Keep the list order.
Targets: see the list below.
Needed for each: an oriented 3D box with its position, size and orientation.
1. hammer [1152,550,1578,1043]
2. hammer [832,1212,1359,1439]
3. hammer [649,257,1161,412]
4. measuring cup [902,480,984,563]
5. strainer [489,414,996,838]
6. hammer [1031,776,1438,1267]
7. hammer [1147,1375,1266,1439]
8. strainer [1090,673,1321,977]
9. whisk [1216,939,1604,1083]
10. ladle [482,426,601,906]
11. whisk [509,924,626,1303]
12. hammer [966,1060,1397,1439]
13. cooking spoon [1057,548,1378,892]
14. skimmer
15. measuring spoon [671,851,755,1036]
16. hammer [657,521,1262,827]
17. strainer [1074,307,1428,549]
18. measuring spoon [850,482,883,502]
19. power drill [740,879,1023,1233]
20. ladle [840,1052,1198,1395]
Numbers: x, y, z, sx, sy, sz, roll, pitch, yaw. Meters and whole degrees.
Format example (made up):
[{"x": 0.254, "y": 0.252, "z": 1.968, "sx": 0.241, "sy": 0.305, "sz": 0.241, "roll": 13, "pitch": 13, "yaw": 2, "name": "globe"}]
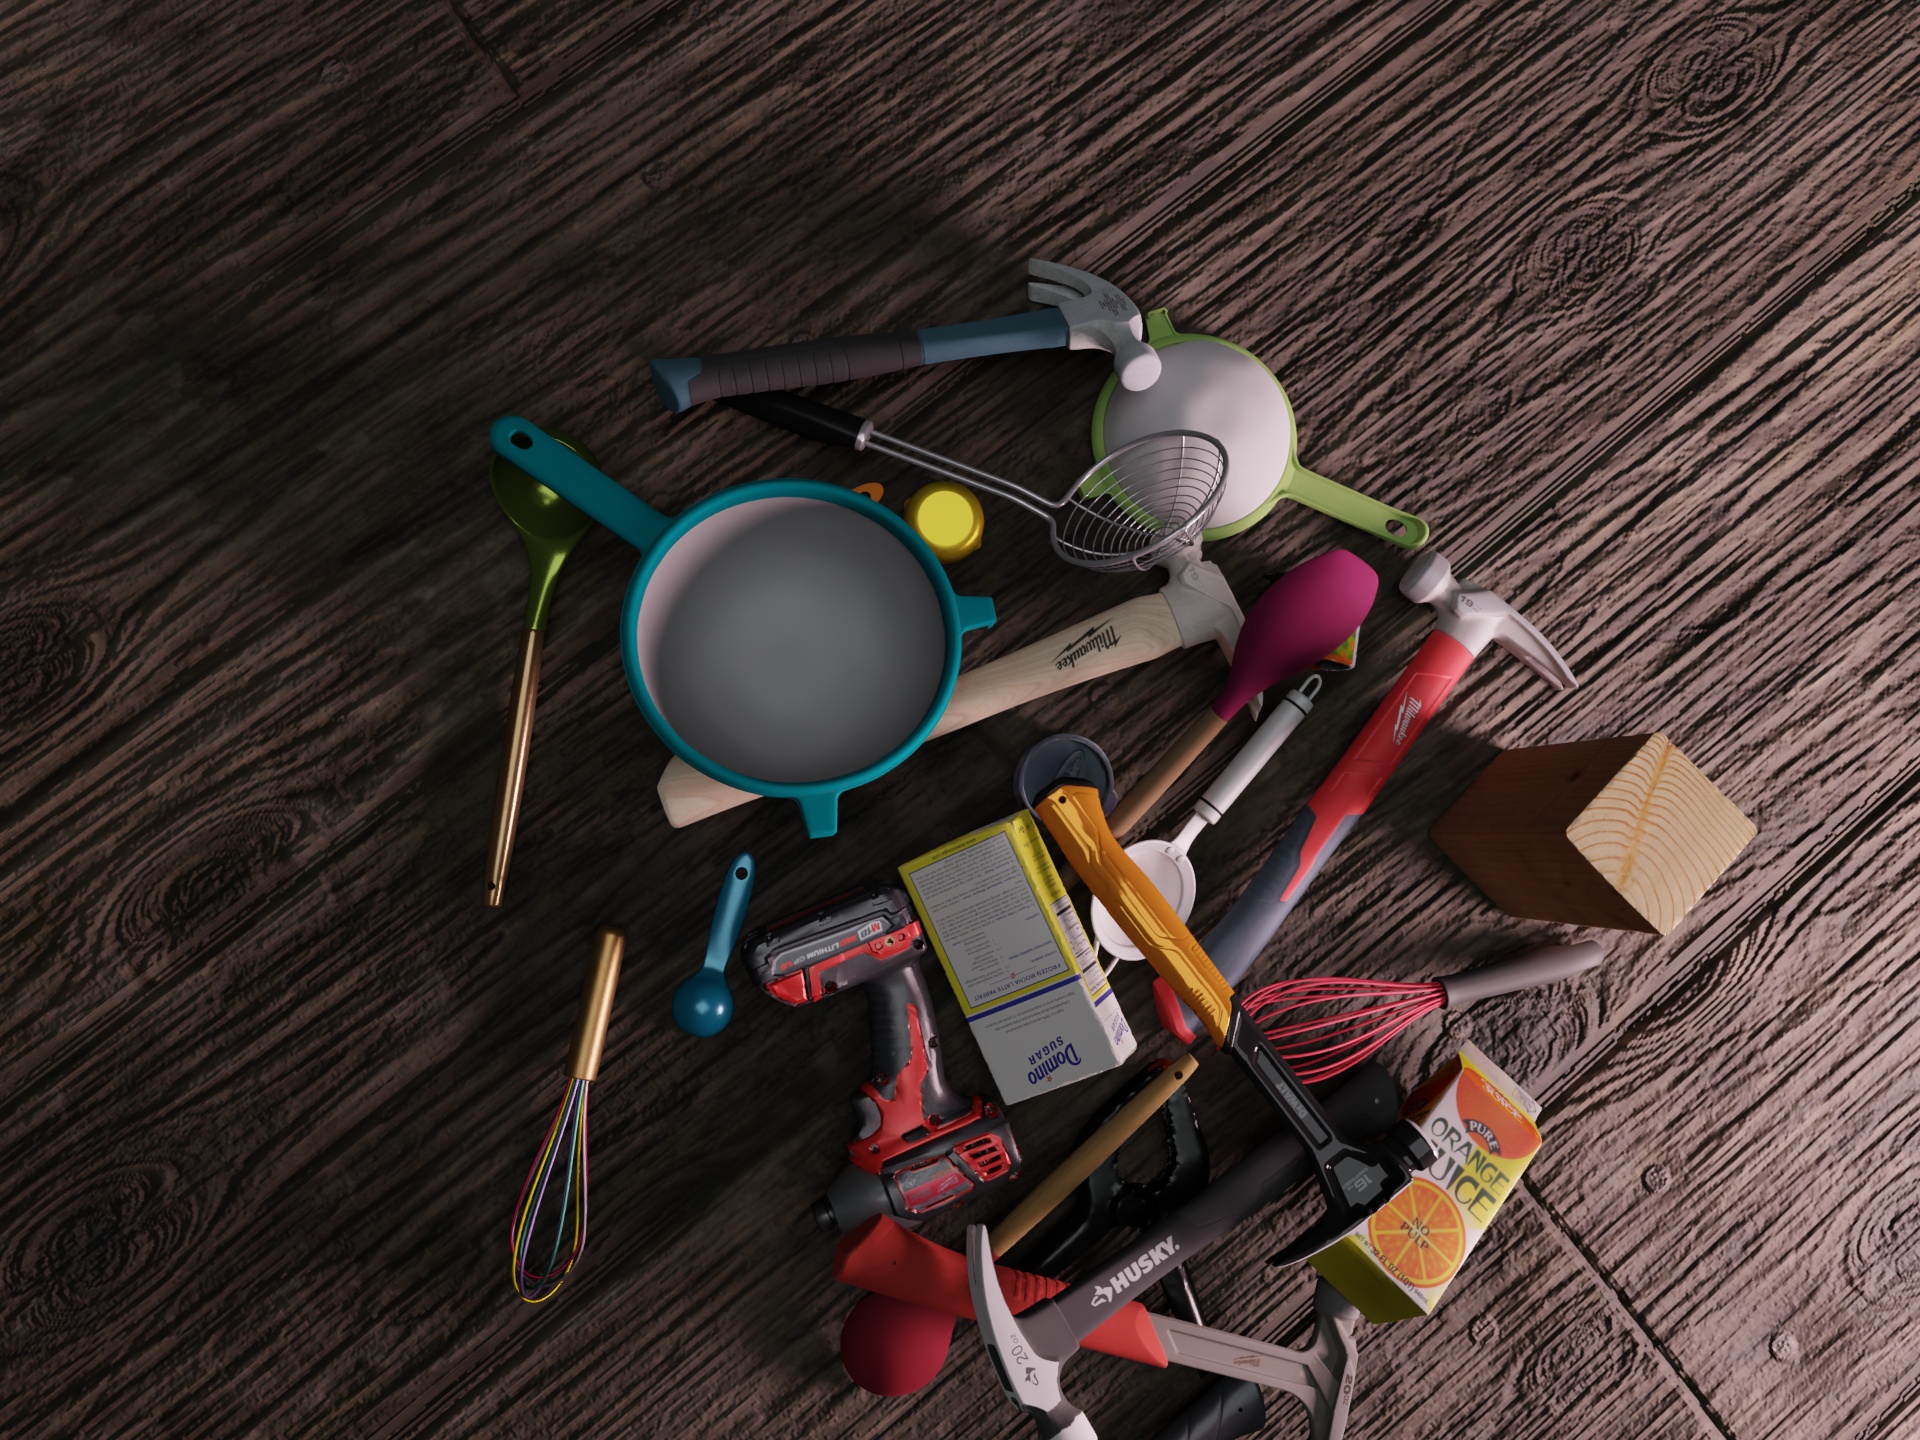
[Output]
[{"x": 0.274, "y": 0.073, "z": 1.118, "sx": 0.143, "sy": 0.038, "sz": 0.386, "roll": 38, "pitch": 83, "yaw": -4, "name": "hammer"}, {"x": 0.088, "y": 0.399, "z": 1.029, "sx": 0.359, "sy": 0.037, "sz": 0.149, "roll": 18, "pitch": 79, "yaw": -12, "name": "hammer"}, {"x": -0.041, "y": -0.249, "z": 1.070, "sx": 0.331, "sy": 0.033, "sz": 0.128, "roll": -10, "pitch": 49, "yaw": -8, "name": "hammer"}, {"x": -0.036, "y": -0.096, "z": 1.100, "sx": 0.062, "sy": 0.029, "sz": 0.156, "roll": 31, "pitch": 83, "yaw": -3, "name": "measuring cup"}, {"x": -0.161, "y": -0.078, "z": 1.029, "sx": 0.340, "sy": 0.095, "sz": 0.211, "roll": 35, "pitch": 71, "yaw": 5, "name": "strainer"}, {"x": 0.151, "y": 0.180, "z": 1.022, "sx": 0.127, "sy": 0.034, "sz": 0.337, "roll": -35, "pitch": 79, "yaw": -8, "name": "hammer"}, {"x": 0.038, "y": 0.567, "z": 1.058, "sx": 0.409, "sy": 0.036, "sz": 0.149, "roll": -37, "pitch": 89, "yaw": -8, "name": "hammer"}, {"x": 0.164, "y": 0.068, "z": 1.091, "sx": 0.258, "sy": 0.050, "sz": 0.086, "roll": -50, "pitch": 121, "yaw": -1, "name": "strainer"}, {"x": 0.316, "y": 0.194, "z": 1.104, "sx": 0.296, "sy": 0.073, "sz": 0.073, "roll": -12, "pitch": 87, "yaw": -12, "name": "whisk"}, {"x": -0.292, "y": -0.035, "z": 1.056, "sx": 0.078, "sy": 0.062, "sz": 0.320, "roll": 8, "pitch": 88, "yaw": 8, "name": "ladle"}, {"x": -0.254, "y": 0.258, "z": 1.049, "sx": 0.047, "sy": 0.051, "sz": 0.245, "roll": 15, "pitch": 80, "yaw": -26, "name": "whisk"}, {"x": 0.155, "y": 0.317, "z": 1.029, "sx": 0.335, "sy": 0.035, "sz": 0.146, "roll": -28, "pitch": 82, "yaw": -23, "name": "hammer"}, {"x": 0.154, "y": 0.014, "z": 1.045, "sx": 0.068, "sy": 0.017, "sz": 0.319, "roll": 31, "pitch": 114, "yaw": -24, "name": "cooking spoon"}, {"x": -0.005, "y": -0.190, "z": 1.058, "sx": 0.363, "sy": 0.090, "sz": 0.127, "roll": 20, "pitch": 56, "yaw": 5, "name": "skimmer"}, {"x": -0.162, "y": 0.151, "z": 1.071, "sx": 0.042, "sy": 0.021, "sz": 0.128, "roll": 16, "pitch": 85, "yaw": -5, "name": "measuring spoon"}, {"x": -0.002, "y": -0.003, "z": 1.076, "sx": 0.410, "sy": 0.038, "sz": 0.146, "roll": -20, "pitch": 69, "yaw": -4, "name": "hammer"}, {"x": 0.219, "y": -0.183, "z": 1.114, "sx": 0.256, "sy": 0.069, "sz": 0.151, "roll": 24, "pitch": 84, "yaw": -2, "name": "strainer"}, {"x": -0.103, "y": -0.133, "z": 1.104, "sx": 0.117, "sy": 0.011, "sz": 0.021, "roll": -33, "pitch": 90, "yaw": -7, "name": "measuring spoon"}, {"x": -0.060, "y": 0.228, "z": 1.053, "sx": 0.143, "sy": 0.078, "sz": 0.219, "roll": -22, "pitch": 92, "yaw": -8, "name": "power drill"}, {"x": 0.041, "y": 0.332, "z": 1.054, "sx": 0.315, "sy": 0.031, "sz": 0.069, "roll": -44, "pitch": 85, "yaw": 0, "name": "ladle"}]
